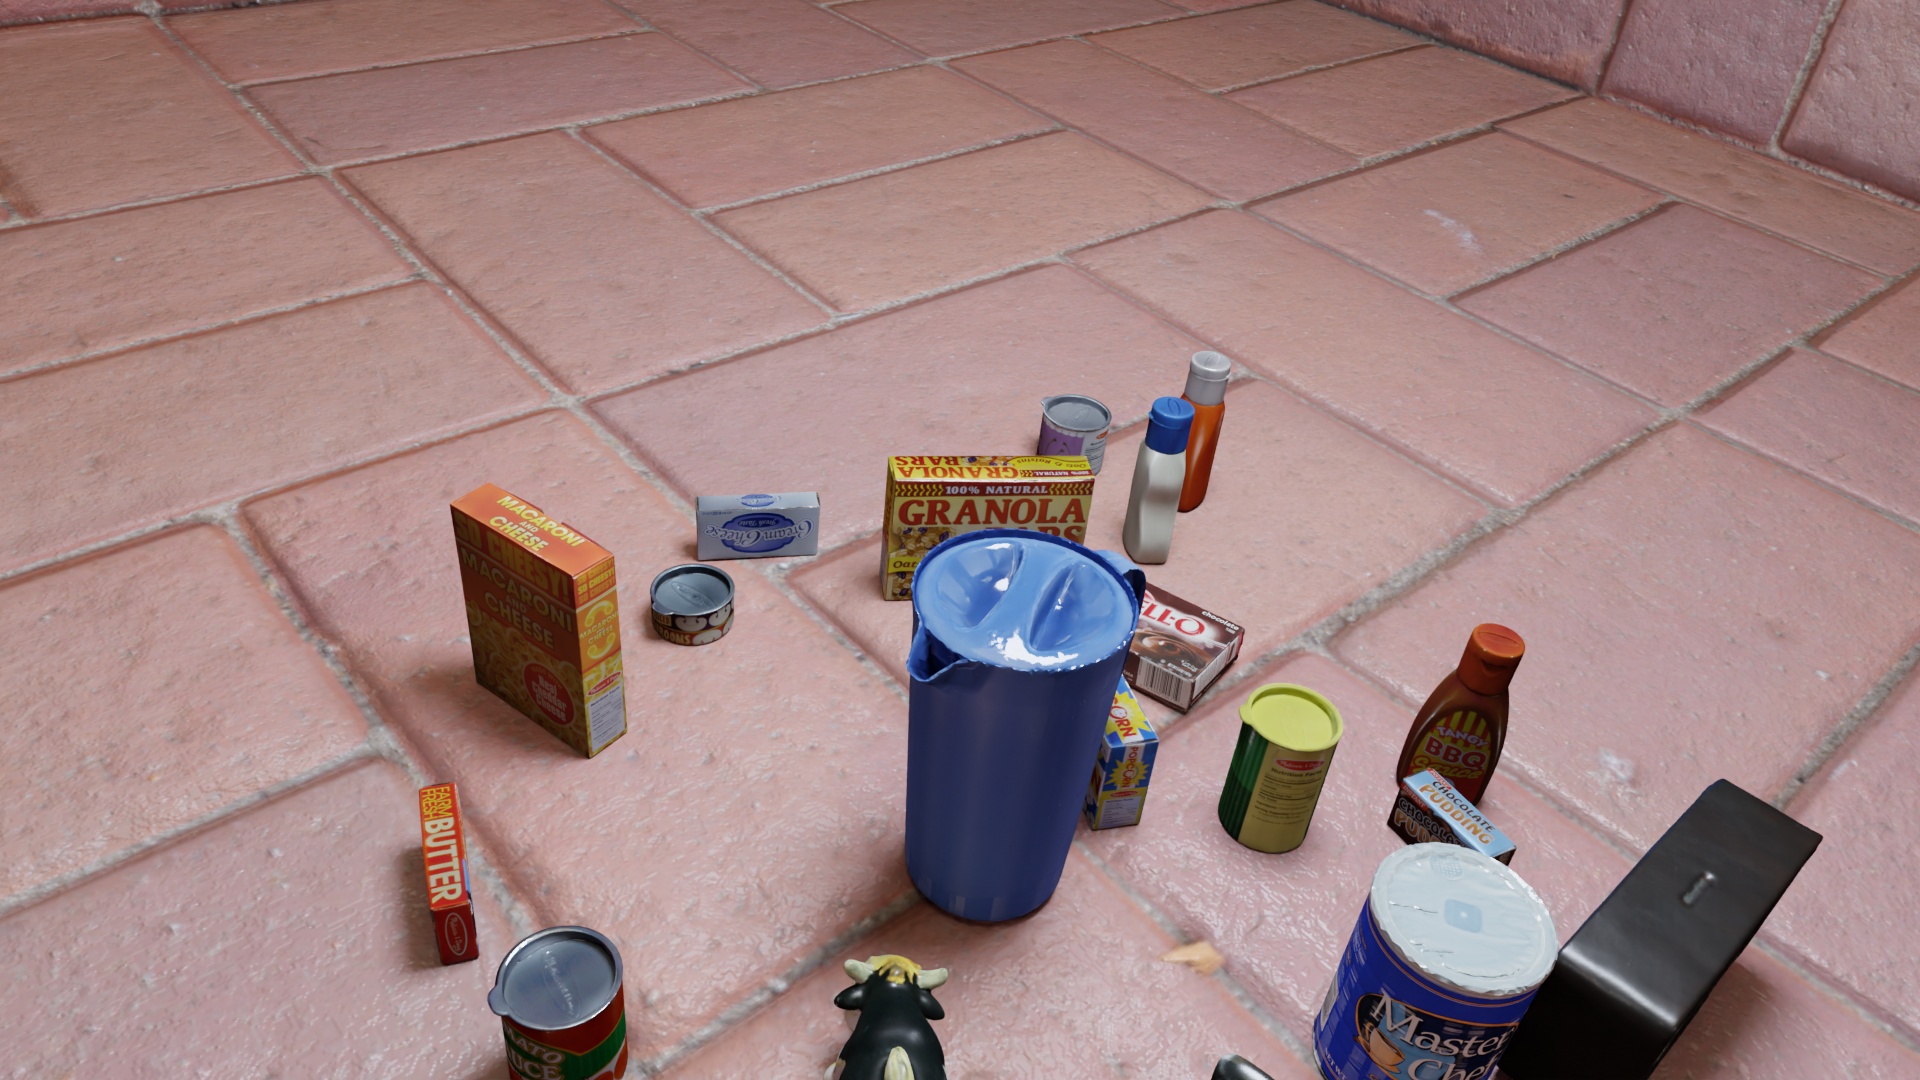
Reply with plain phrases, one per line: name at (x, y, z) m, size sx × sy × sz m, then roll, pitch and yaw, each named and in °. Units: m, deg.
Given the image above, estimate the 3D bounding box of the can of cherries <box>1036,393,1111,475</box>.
can of cherries at (0.107, -0.101, 1.343) m, size 0.071 × 0.058 × 0.072 m, roll 5°, pitch 36°, yaw -3°

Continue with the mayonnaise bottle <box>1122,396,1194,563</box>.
mayonnaise bottle at (0.173, -0.054, 1.214) m, size 0.041 × 0.147 × 0.065 m, roll 2°, pitch 36°, yaw -7°

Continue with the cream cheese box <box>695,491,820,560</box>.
cream cheese box at (-0.172, -0.012, 1.181) m, size 0.104 × 0.053 × 0.024 m, roll -3°, pitch 37°, yaw -13°

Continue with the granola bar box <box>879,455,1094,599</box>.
granola bar box at (0.020, -0.010, 1.150) m, size 0.166 × 0.123 × 0.039 m, roll -1°, pitch 37°, yaw -11°

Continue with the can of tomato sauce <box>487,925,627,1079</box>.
can of tomato sauce at (-0.221, 0.267, 0.769) m, size 0.071 × 0.082 × 0.071 m, roll 5°, pitch 36°, yaw -3°

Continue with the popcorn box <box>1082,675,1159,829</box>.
popcorn box at (0.096, 0.132, 1.002) m, size 0.038 × 0.084 × 0.127 m, roll -6°, pitch 38°, yaw -17°

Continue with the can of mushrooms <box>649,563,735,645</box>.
can of mushrooms at (-0.215, 0.051, 1.104) m, size 0.071 × 0.033 × 0.071 m, roll 5°, pitch 36°, yaw -3°

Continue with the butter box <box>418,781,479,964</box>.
butter box at (-0.318, 0.205, 0.863) m, size 0.024 × 0.052 × 0.104 m, roll -8°, pitch 39°, yaw -20°

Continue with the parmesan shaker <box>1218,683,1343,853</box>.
parmesan shaker at (0.219, 0.159, 0.971) m, size 0.071 × 0.102 × 0.072 m, roll 5°, pitch 36°, yaw -3°

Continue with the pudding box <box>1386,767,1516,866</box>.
pudding box at (0.343, 0.206, 0.973) m, size 0.030 × 0.049 × 0.084 m, roll -14°, pitch 41°, yaw -26°

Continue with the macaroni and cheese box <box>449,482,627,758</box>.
macaroni and cheese box at (-0.294, 0.056, 0.973) m, size 0.124 × 0.165 × 0.040 m, roll 26°, pitch 40°, yaw 25°

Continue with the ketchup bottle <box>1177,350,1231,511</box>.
ketchup bottle at (0.219, -0.102, 1.287) m, size 0.043 × 0.148 × 0.065 m, roll 20°, pitch 38°, yaw 17°

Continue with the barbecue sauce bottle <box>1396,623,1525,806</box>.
barbecue sauce bottle at (0.365, 0.126, 1.001) m, size 0.065 × 0.147 × 0.044 m, roll 17°, pitch 37°, yaw 13°
